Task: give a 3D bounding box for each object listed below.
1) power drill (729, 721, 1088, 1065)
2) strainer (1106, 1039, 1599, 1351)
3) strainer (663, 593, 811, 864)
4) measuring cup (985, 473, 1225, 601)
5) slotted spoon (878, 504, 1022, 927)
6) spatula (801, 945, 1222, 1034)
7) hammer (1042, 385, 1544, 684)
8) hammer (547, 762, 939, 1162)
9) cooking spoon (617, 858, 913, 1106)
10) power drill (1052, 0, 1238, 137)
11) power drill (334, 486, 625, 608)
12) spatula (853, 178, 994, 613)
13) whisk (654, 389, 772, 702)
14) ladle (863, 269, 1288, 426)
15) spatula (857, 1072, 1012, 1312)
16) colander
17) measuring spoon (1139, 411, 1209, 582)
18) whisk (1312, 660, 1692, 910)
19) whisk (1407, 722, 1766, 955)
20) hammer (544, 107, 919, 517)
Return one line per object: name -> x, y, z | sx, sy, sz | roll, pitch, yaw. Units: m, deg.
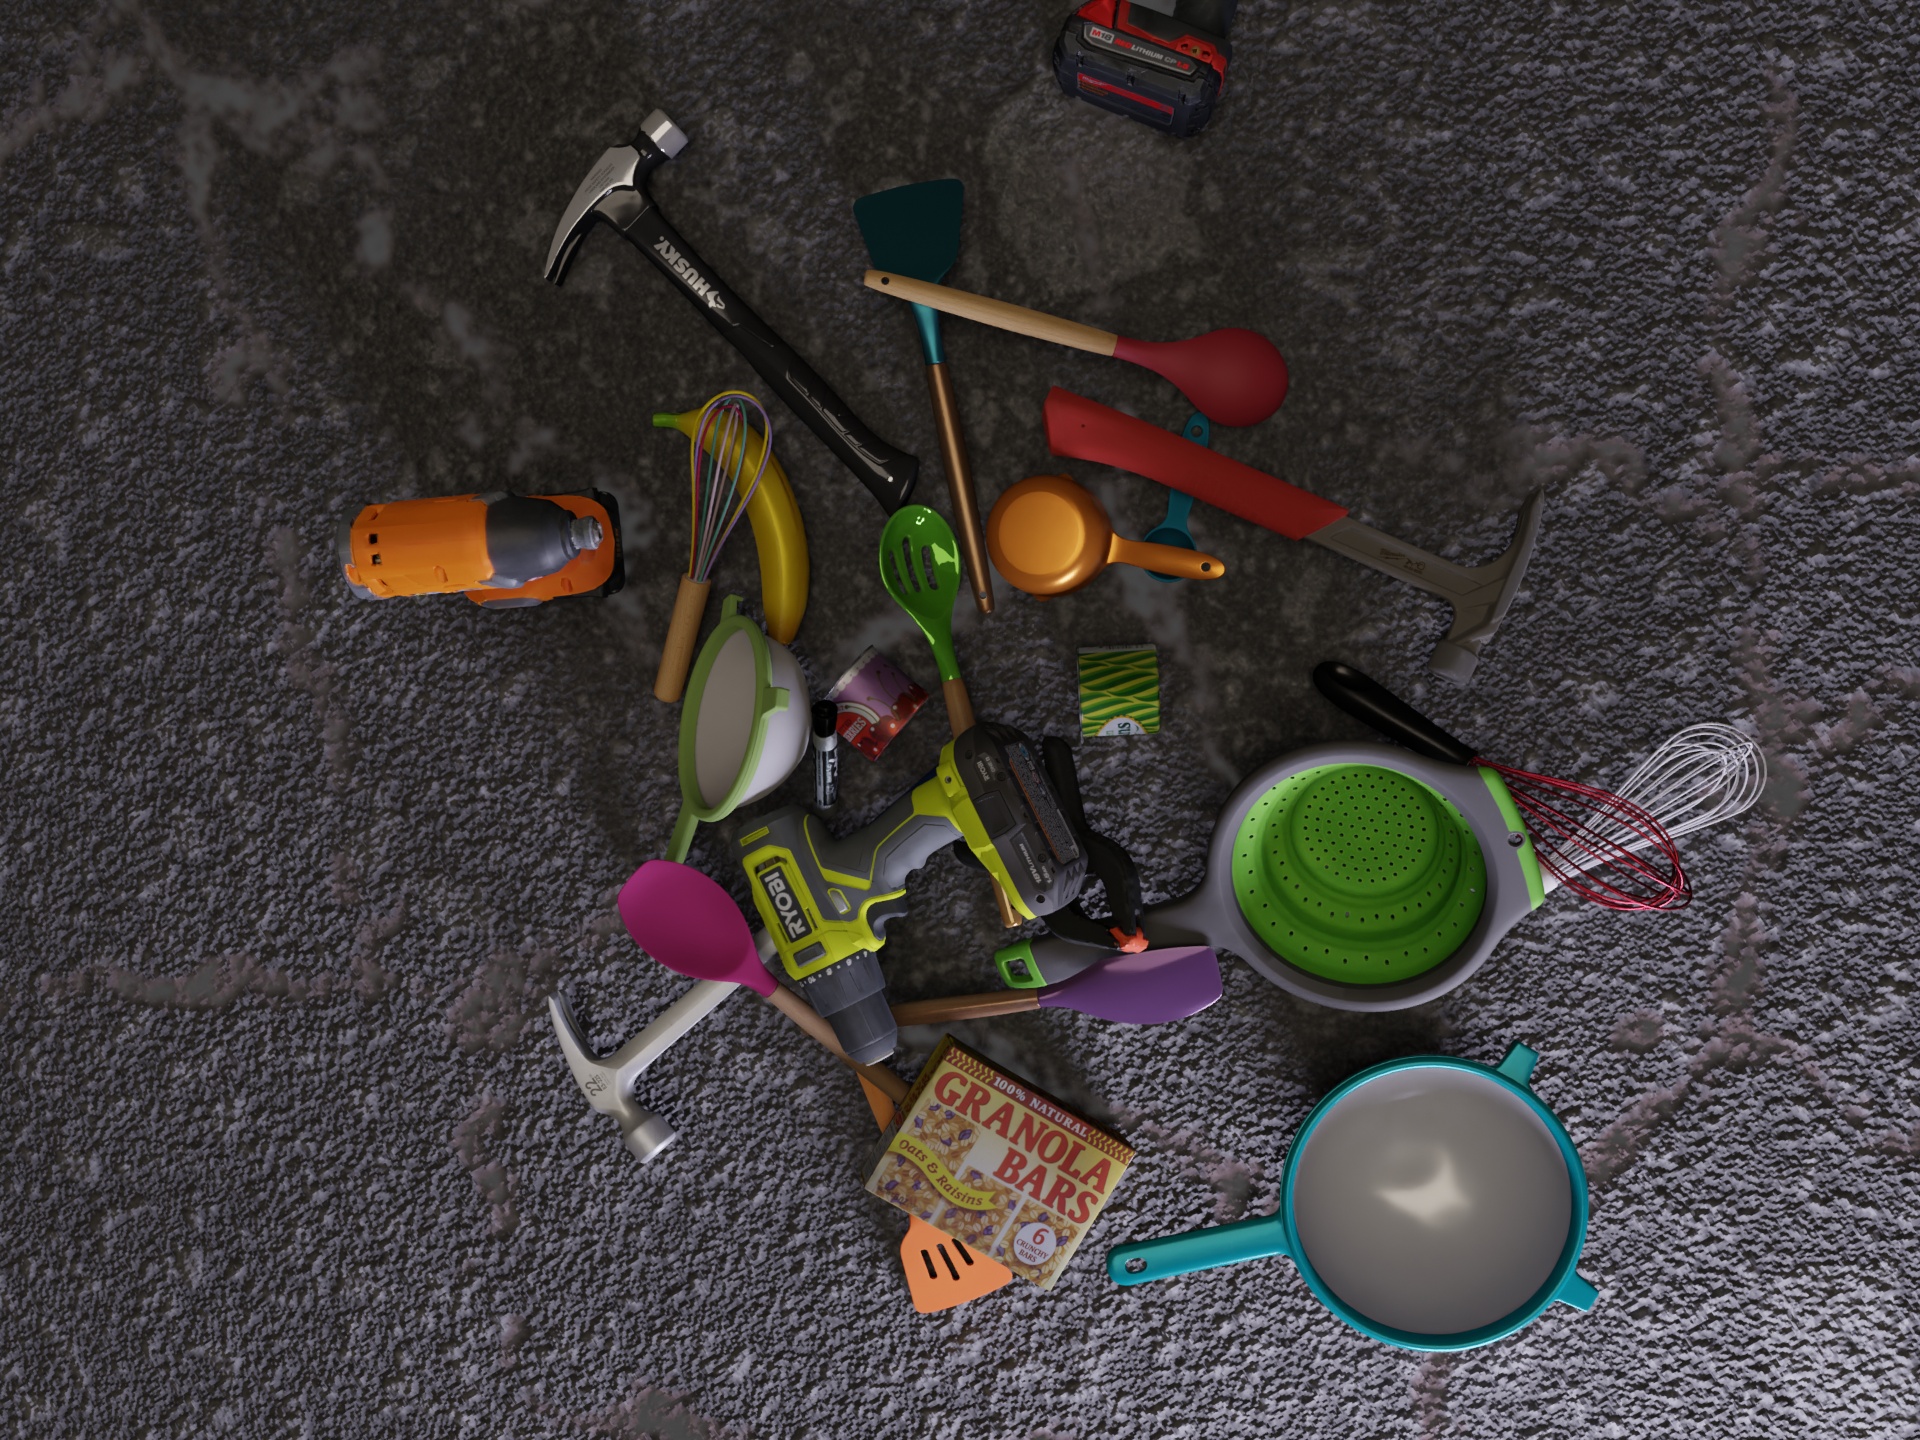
power drill -> -0.032, 0.120, 1.108 | 0.228, 0.080, 0.190 | -28, 85, 20
strainer -> 0.274, 0.352, 1.162 | 0.340, 0.095, 0.211 | -14, 91, 8
strainer -> -0.167, 0.047, 1.177 | 0.069, 0.152, 0.256 | 9, 117, -29
measuring cup -> 0.101, -0.124, 1.135 | 0.174, 0.052, 0.095 | 13, 96, 17
slotted spoon -> -0.002, -0.004, 1.153 | 0.070, 0.031, 0.314 | -10, 81, -32
spatula -> 0.034, 0.208, 1.167 | 0.316, 0.018, 0.059 | -9, 108, 12
hammer -> 0.228, -0.163, 1.135 | 0.359, 0.036, 0.149 | 24, 89, 1
hammer -> -0.131, 0.147, 1.191 | 0.405, 0.035, 0.144 | -41, 85, 3
cooking spoon -> -0.119, 0.212, 1.165 | 0.318, 0.017, 0.069 | 42, 83, -17
power drill -> 0.135, -0.546, 1.102 | 0.188, 0.080, 0.226 | 22, 94, 2
power drill -> -0.304, -0.121, 1.097 | 0.164, 0.226, 0.084 | -4, 95, 5
spatula -> -0.010, -0.235, 1.165 | 0.082, 0.044, 0.317 | -11, 98, 4
whisk -> -0.191, -0.125, 1.158 | 0.051, 0.047, 0.245 | 36, 118, 36
ladle -> 0.085, -0.275, 1.131 | 0.315, 0.031, 0.069 | 14, 96, -4
spatula -> -0.056, 0.302, 1.220 | 0.081, 0.041, 0.322 | -22, 89, 5
colander -> 0.211, 0.119, 1.157 | 0.397, 0.094, 0.204 | -19, 103, 24
measuring spoon -> 0.161, -0.163, 1.166 | 0.042, 0.021, 0.128 | 14, 87, 1
whisk -> 0.373, 0.042, 1.113 | 0.296, 0.073, 0.073 | 35, 97, 21
whisk -> 0.446, 0.097, 1.145 | 0.284, 0.070, 0.070 | -36, 92, 11
hammer -> -0.157, -0.277, 1.169 | 0.146, 0.035, 0.335 | -44, 91, 6
